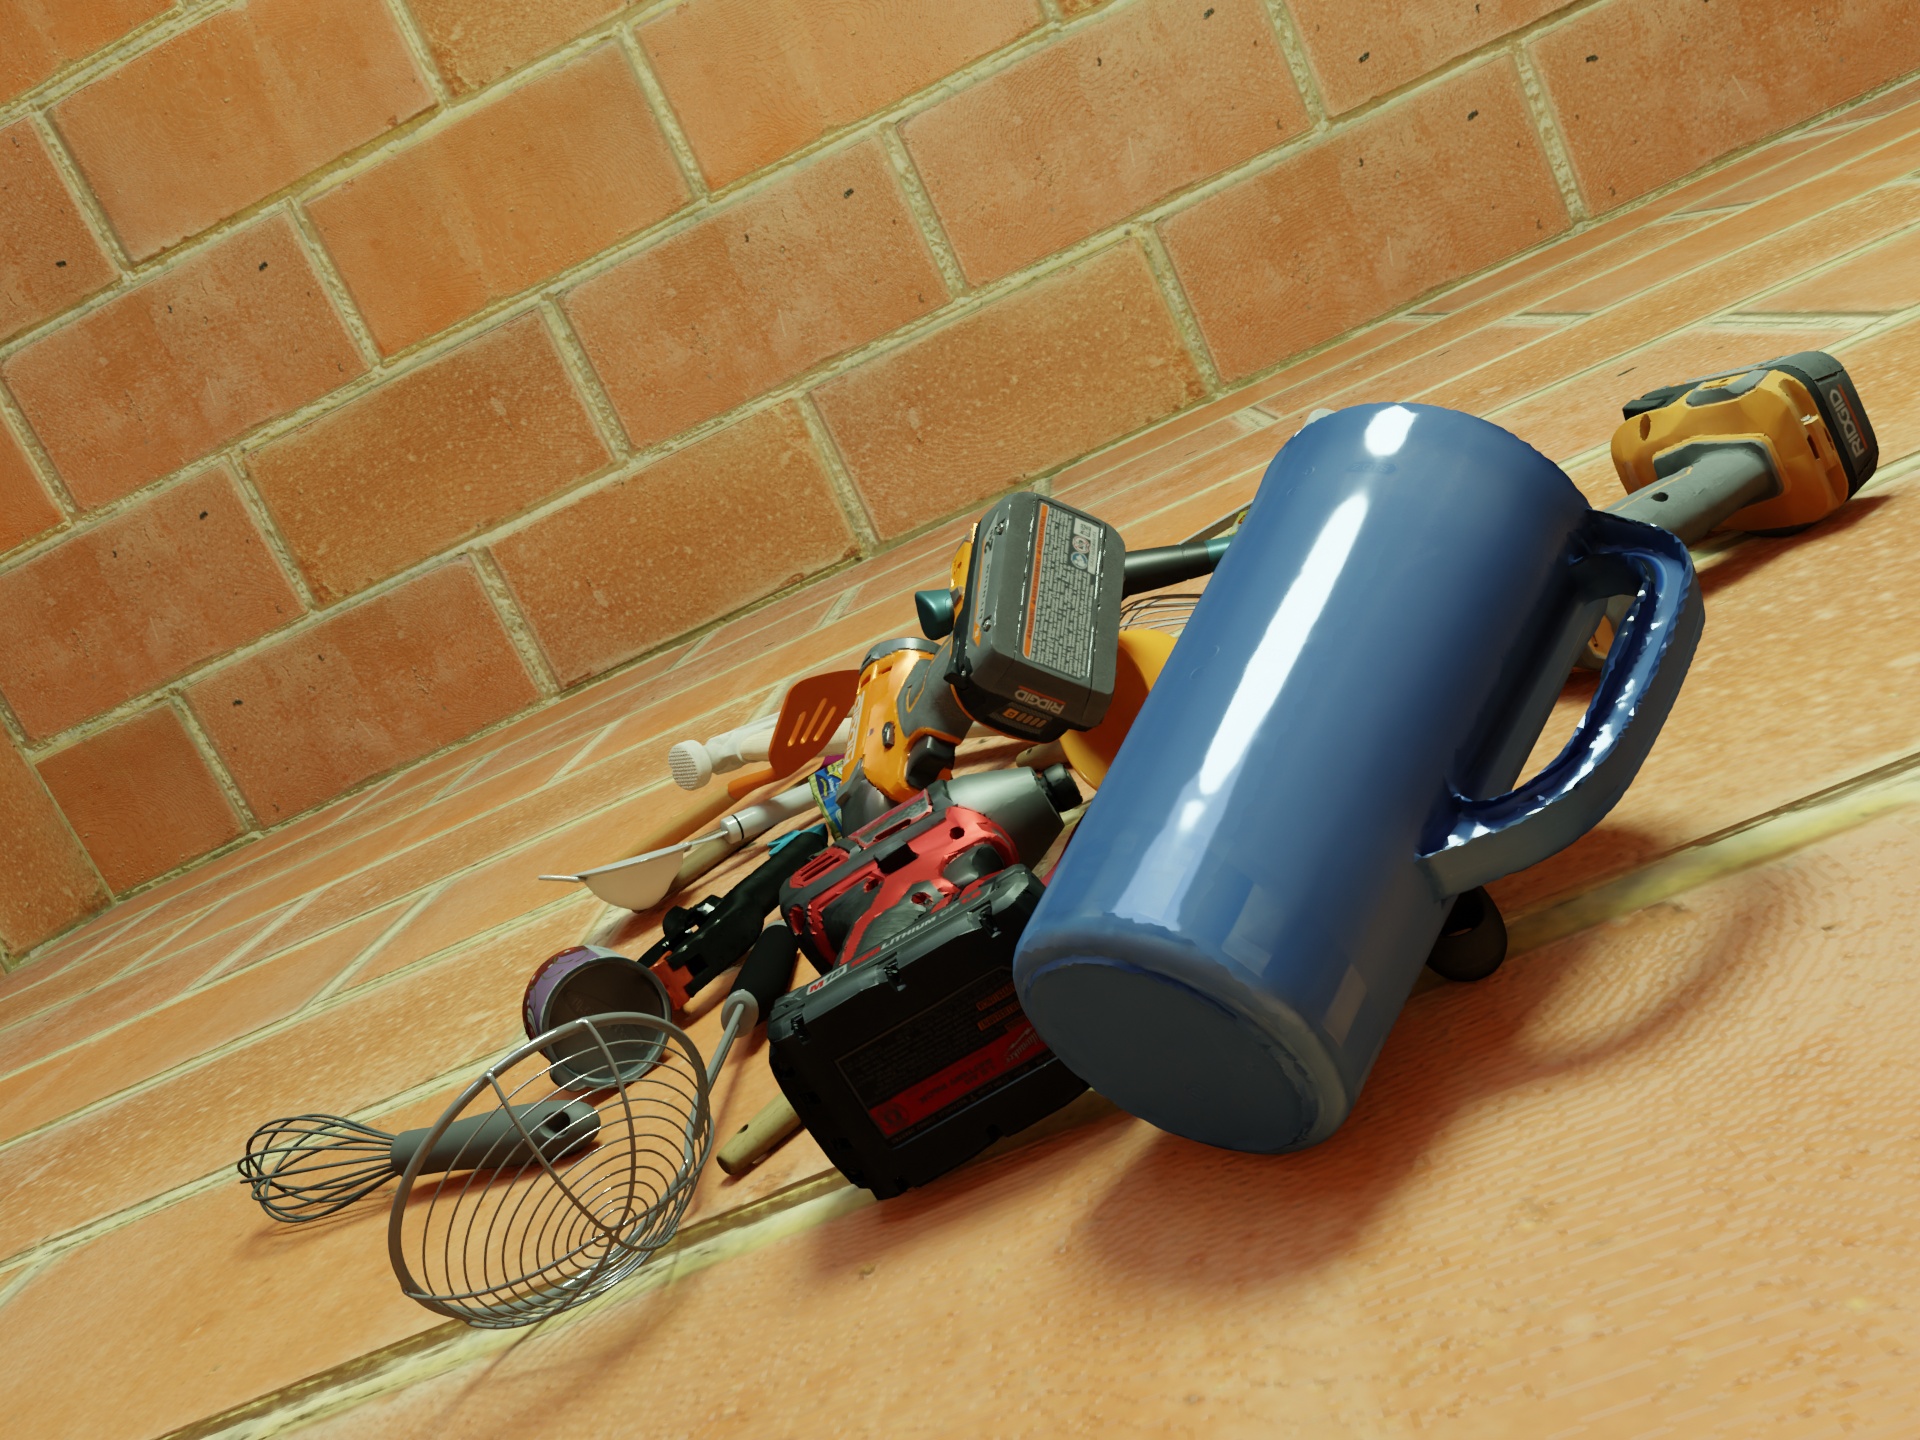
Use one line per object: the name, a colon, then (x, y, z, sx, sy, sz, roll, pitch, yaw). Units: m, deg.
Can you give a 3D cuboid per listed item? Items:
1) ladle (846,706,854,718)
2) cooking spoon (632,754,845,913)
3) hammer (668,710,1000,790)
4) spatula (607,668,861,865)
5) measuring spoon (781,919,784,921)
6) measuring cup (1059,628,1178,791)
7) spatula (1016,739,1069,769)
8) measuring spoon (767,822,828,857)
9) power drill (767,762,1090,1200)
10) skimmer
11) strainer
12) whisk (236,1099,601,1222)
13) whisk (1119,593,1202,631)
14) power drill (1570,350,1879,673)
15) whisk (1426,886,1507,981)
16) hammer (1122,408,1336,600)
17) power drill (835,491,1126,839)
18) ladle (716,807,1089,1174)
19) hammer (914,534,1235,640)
ladle: (-0.053, -0.024, 1.284, 0.078, 0.062, 0.320, -7, 0, -42)
cooking spoon: (-0.131, 0.061, 1.220, 0.069, 0.017, 0.319, -5, 22, 45)
hammer: (-0.034, 0.003, 1.159, 0.411, 0.038, 0.146, -7, 11, 43)
spatula: (-0.182, 0.053, 1.166, 0.322, 0.041, 0.081, -32, -13, 37)
measuring spoon: (-0.058, 0.111, 0.879, 0.117, 0.011, 0.021, -13, 20, 35)
measuring cup: (0.074, -0.011, 0.901, 0.052, 0.095, 0.174, -11, 11, -31)
spatula: (0.131, -0.017, 0.903, 0.317, 0.044, 0.082, -21, 29, 49)
measuring spoon: (-0.113, 0.089, 1.084, 0.042, 0.021, 0.128, -29, 3, -14)
power drill: (-0.005, 0.082, 0.636, 0.143, 0.078, 0.220, -30, 14, 4)
skimmer: (-0.135, 0.140, 0.702, 0.363, 0.090, 0.127, -74, 6, -80)
strainer: (-0.168, 0.082, 1.124, 0.258, 0.050, 0.087, -23, 4, -26)
whisk: (-0.272, 0.212, 0.789, 0.239, 0.055, 0.055, -15, 15, 26)
whisk: (0.211, -0.063, 0.942, 0.284, 0.070, 0.070, -12, 15, 19)
power drill: (0.324, -0.094, 0.815, 0.226, 0.084, 0.185, -34, 12, -18)
whisk: (0.165, 0.030, 0.656, 0.073, 0.073, 0.296, -24, 18, 7)
hammer: (0.129, -0.103, 1.142, 0.405, 0.035, 0.144, -31, -21, -35)
power drill: (-0.001, -0.003, 0.863, 0.226, 0.084, 0.164, -44, 32, 53)
ladle: (0.009, 0.103, 0.729, 0.315, 0.031, 0.069, -36, 11, -35)
hammer: (0.134, -0.095, 0.951, 0.331, 0.033, 0.128, -11, 18, 5)
